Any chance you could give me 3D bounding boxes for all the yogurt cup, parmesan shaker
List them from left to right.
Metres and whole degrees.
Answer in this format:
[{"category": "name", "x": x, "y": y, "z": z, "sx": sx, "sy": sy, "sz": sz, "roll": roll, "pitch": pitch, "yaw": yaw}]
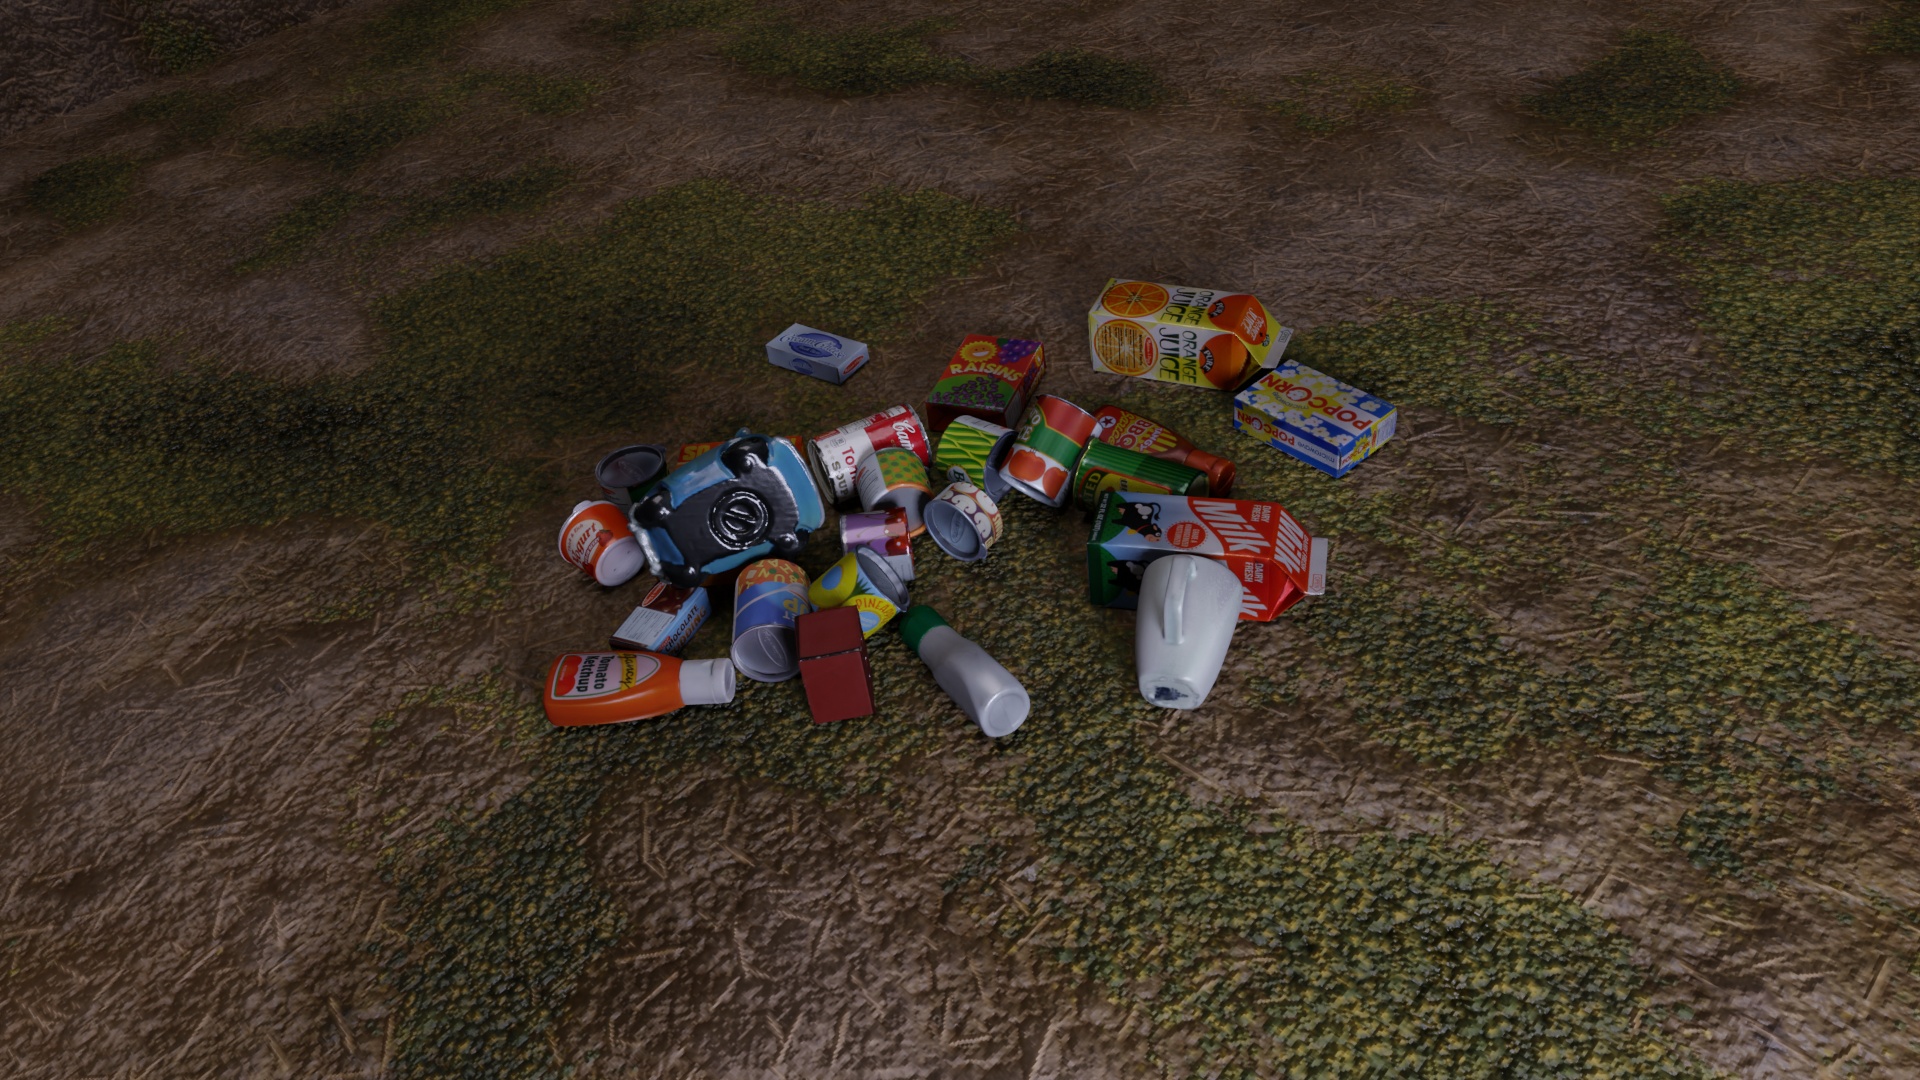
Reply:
[{"category": "yogurt cup", "x": -0.323, "y": 0.005, "z": 1.266, "sx": 0.073, "sy": 0.072, "sz": 0.054, "roll": -35, "pitch": 55, "yaw": -27}, {"category": "parmesan shaker", "x": 0.160, "y": -0.046, "z": 1.230, "sx": 0.103, "sy": 0.071, "sz": 0.072, "roll": 18, "pitch": 47, "yaw": 28}]

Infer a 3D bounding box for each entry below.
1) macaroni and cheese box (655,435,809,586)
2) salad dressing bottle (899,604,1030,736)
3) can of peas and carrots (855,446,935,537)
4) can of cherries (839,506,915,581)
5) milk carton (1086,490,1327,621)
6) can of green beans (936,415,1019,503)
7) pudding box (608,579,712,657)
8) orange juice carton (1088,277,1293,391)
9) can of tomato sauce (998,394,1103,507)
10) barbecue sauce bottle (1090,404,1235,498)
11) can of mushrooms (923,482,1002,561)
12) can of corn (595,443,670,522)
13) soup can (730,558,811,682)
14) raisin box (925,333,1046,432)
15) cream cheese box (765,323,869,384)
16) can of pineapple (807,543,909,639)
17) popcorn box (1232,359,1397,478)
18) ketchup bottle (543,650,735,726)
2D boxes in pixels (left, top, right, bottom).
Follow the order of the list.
[{"category": "macaroni and cheese box", "x": -0.212, "y": -0.028, "z": 1.301, "sx": 0.124, "sy": 0.040, "sz": 0.167, "roll": -4, "pitch": 41, "yaw": 5}, {"category": "salad dressing bottle", "x": -0.001, "y": 0.099, "z": 1.103, "sx": 0.044, "sy": 0.064, "sz": 0.148, "roll": -31, "pitch": 37, "yaw": -15}, {"category": "can of peas and carrots", "x": -0.056, "y": -0.042, "z": 1.271, "sx": 0.071, "sy": 0.070, "sz": 0.059, "roll": -14, "pitch": 41, "yaw": -6}, {"category": "can of cherries", "x": -0.073, "y": 0.004, "z": 1.217, "sx": 0.058, "sy": 0.071, "sz": 0.072, "roll": -9, "pitch": 40, "yaw": 0}, {"category": "milk carton", "x": 0.205, "y": 0.013, "z": 1.152, "sx": 0.190, "sy": 0.073, "sz": 0.073, "roll": 4, "pitch": 42, "yaw": 15}, {"category": "can of green beans", "x": 0.019, "y": -0.078, "z": 1.298, "sx": 0.058, "sy": 0.071, "sz": 0.071, "roll": 21, "pitch": 49, "yaw": 32}, {"category": "pudding box", "x": -0.258, "y": 0.073, "z": 1.200, "sx": 0.049, "sy": 0.030, "sz": 0.084, "roll": 11, "pitch": 44, "yaw": 23}, {"category": "orange juice carton", "x": 0.232, "y": -0.207, "z": 1.403, "sx": 0.193, "sy": 0.072, "sz": 0.072, "roll": 12, "pitch": 44, "yaw": 22}, {"category": "can of tomato sauce", "x": 0.080, "y": -0.082, "z": 1.266, "sx": 0.071, "sy": 0.071, "sz": 0.083, "roll": 25, "pitch": 83, "yaw": 33}, {"category": "barbecue sauce bottle", "x": 0.181, "y": -0.079, "z": 1.286, "sx": 0.149, "sy": 0.043, "sz": 0.065, "roll": 24, "pitch": 55, "yaw": 32}, {"category": "can of mushrooms", "x": 0.004, "y": -0.015, "z": 1.229, "sx": 0.071, "sy": 0.070, "sz": 0.033, "roll": 23, "pitch": 49, "yaw": 32}, {"category": "can of corn", "x": -0.307, "y": -0.051, "z": 1.331, "sx": 0.071, "sy": 0.058, "sz": 0.071, "roll": -5, "pitch": 40, "yaw": 5}, {"category": "soup can", "x": -0.154, "y": 0.065, "z": 1.162, "sx": 0.071, "sy": 0.071, "sz": 0.084, "roll": -8, "pitch": 40, "yaw": 1}, {"category": "raisin box", "x": 0.028, "y": -0.157, "z": 1.409, "sx": 0.086, "sy": 0.039, "sz": 0.124, "roll": 8, "pitch": 45, "yaw": 20}, {"category": "cream cheese box", "x": -0.155, "y": -0.203, "z": 1.506, "sx": 0.104, "sy": 0.024, "sz": 0.053, "roll": 20, "pitch": 47, "yaw": 29}, {"category": "can of pineapple", "x": -0.085, "y": 0.047, "z": 1.157, "sx": 0.057, "sy": 0.071, "sz": 0.071, "roll": -40, "pitch": 39, "yaw": 15}, {"category": "popcorn box", "x": 0.332, "y": -0.116, "z": 1.306, "sx": 0.085, "sy": 0.038, "sz": 0.127, "roll": -34, "pitch": 46, "yaw": -26}, {"category": "ketchup bottle", "x": -0.261, "y": 0.119, "z": 1.138, "sx": 0.149, "sy": 0.043, "sz": 0.065, "roll": -4, "pitch": 42, "yaw": 5}]
